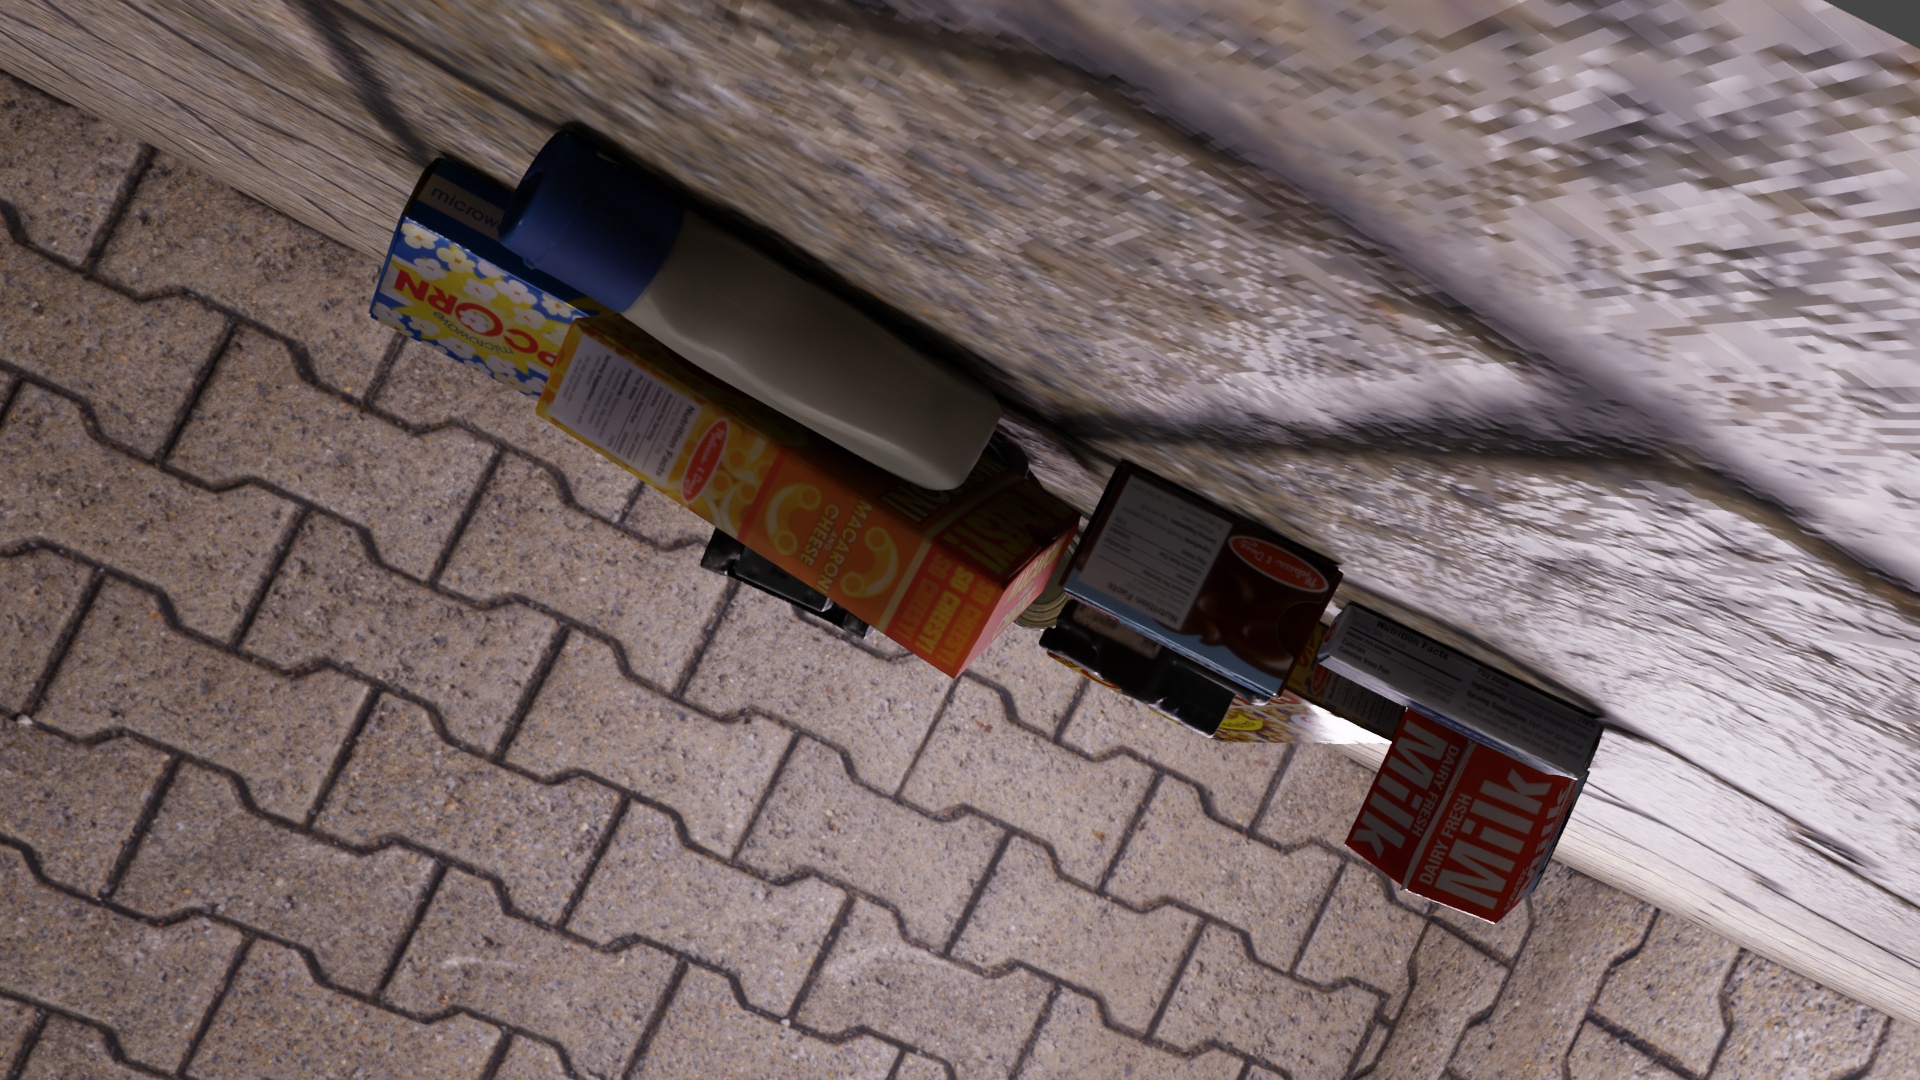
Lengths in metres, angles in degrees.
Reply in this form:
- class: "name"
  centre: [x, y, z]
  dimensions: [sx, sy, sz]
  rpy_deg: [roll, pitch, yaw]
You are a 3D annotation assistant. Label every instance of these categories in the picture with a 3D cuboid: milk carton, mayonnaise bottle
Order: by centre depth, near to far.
- class: "mayonnaise bottle"
  centre: [-0.060, -0.065, 0.409]
  dimensions: [0.148, 0.041, 0.065]
  rpy_deg: [29, -178, -30]
- class: "milk carton"
  centre: [0.239, 0.125, 0.652]
  dimensions: [0.073, 0.072, 0.190]
  rpy_deg: [26, -174, 29]

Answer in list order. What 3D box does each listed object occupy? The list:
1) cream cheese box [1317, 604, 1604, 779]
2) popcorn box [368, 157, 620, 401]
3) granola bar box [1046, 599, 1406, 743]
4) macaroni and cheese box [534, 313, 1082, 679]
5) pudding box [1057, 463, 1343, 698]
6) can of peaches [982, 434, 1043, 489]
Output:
- class: "cream cheese box"
  centre: [0.193, 0.060, 0.546]
  dimensions: [0.104, 0.024, 0.053]
  rpy_deg: [26, 179, 13]
- class: "popcorn box"
  centre: [-0.186, -0.101, 0.609]
  dimensions: [0.126, 0.038, 0.085]
  rpy_deg: [28, 146, -19]
- class: "granola bar box"
  centre: [0.136, 0.067, 0.734]
  dimensions: [0.124, 0.039, 0.165]
  rpy_deg: [28, 164, -16]
- class: "macaroni and cheese box"
  centre: [-0.046, -0.027, 0.497]
  dimensions: [0.166, 0.040, 0.124]
  rpy_deg: [31, -161, 8]
- class: "pudding box"
  centre: [0.081, 0.014, 0.477]
  dimensions: [0.084, 0.049, 0.030]
  rpy_deg: [26, 179, 6]
- class: "can of peaches"
  centre: [0.003, -0.013, 0.590]
  dimensions: [0.071, 0.071, 0.058]
  rpy_deg: [26, 177, 20]
